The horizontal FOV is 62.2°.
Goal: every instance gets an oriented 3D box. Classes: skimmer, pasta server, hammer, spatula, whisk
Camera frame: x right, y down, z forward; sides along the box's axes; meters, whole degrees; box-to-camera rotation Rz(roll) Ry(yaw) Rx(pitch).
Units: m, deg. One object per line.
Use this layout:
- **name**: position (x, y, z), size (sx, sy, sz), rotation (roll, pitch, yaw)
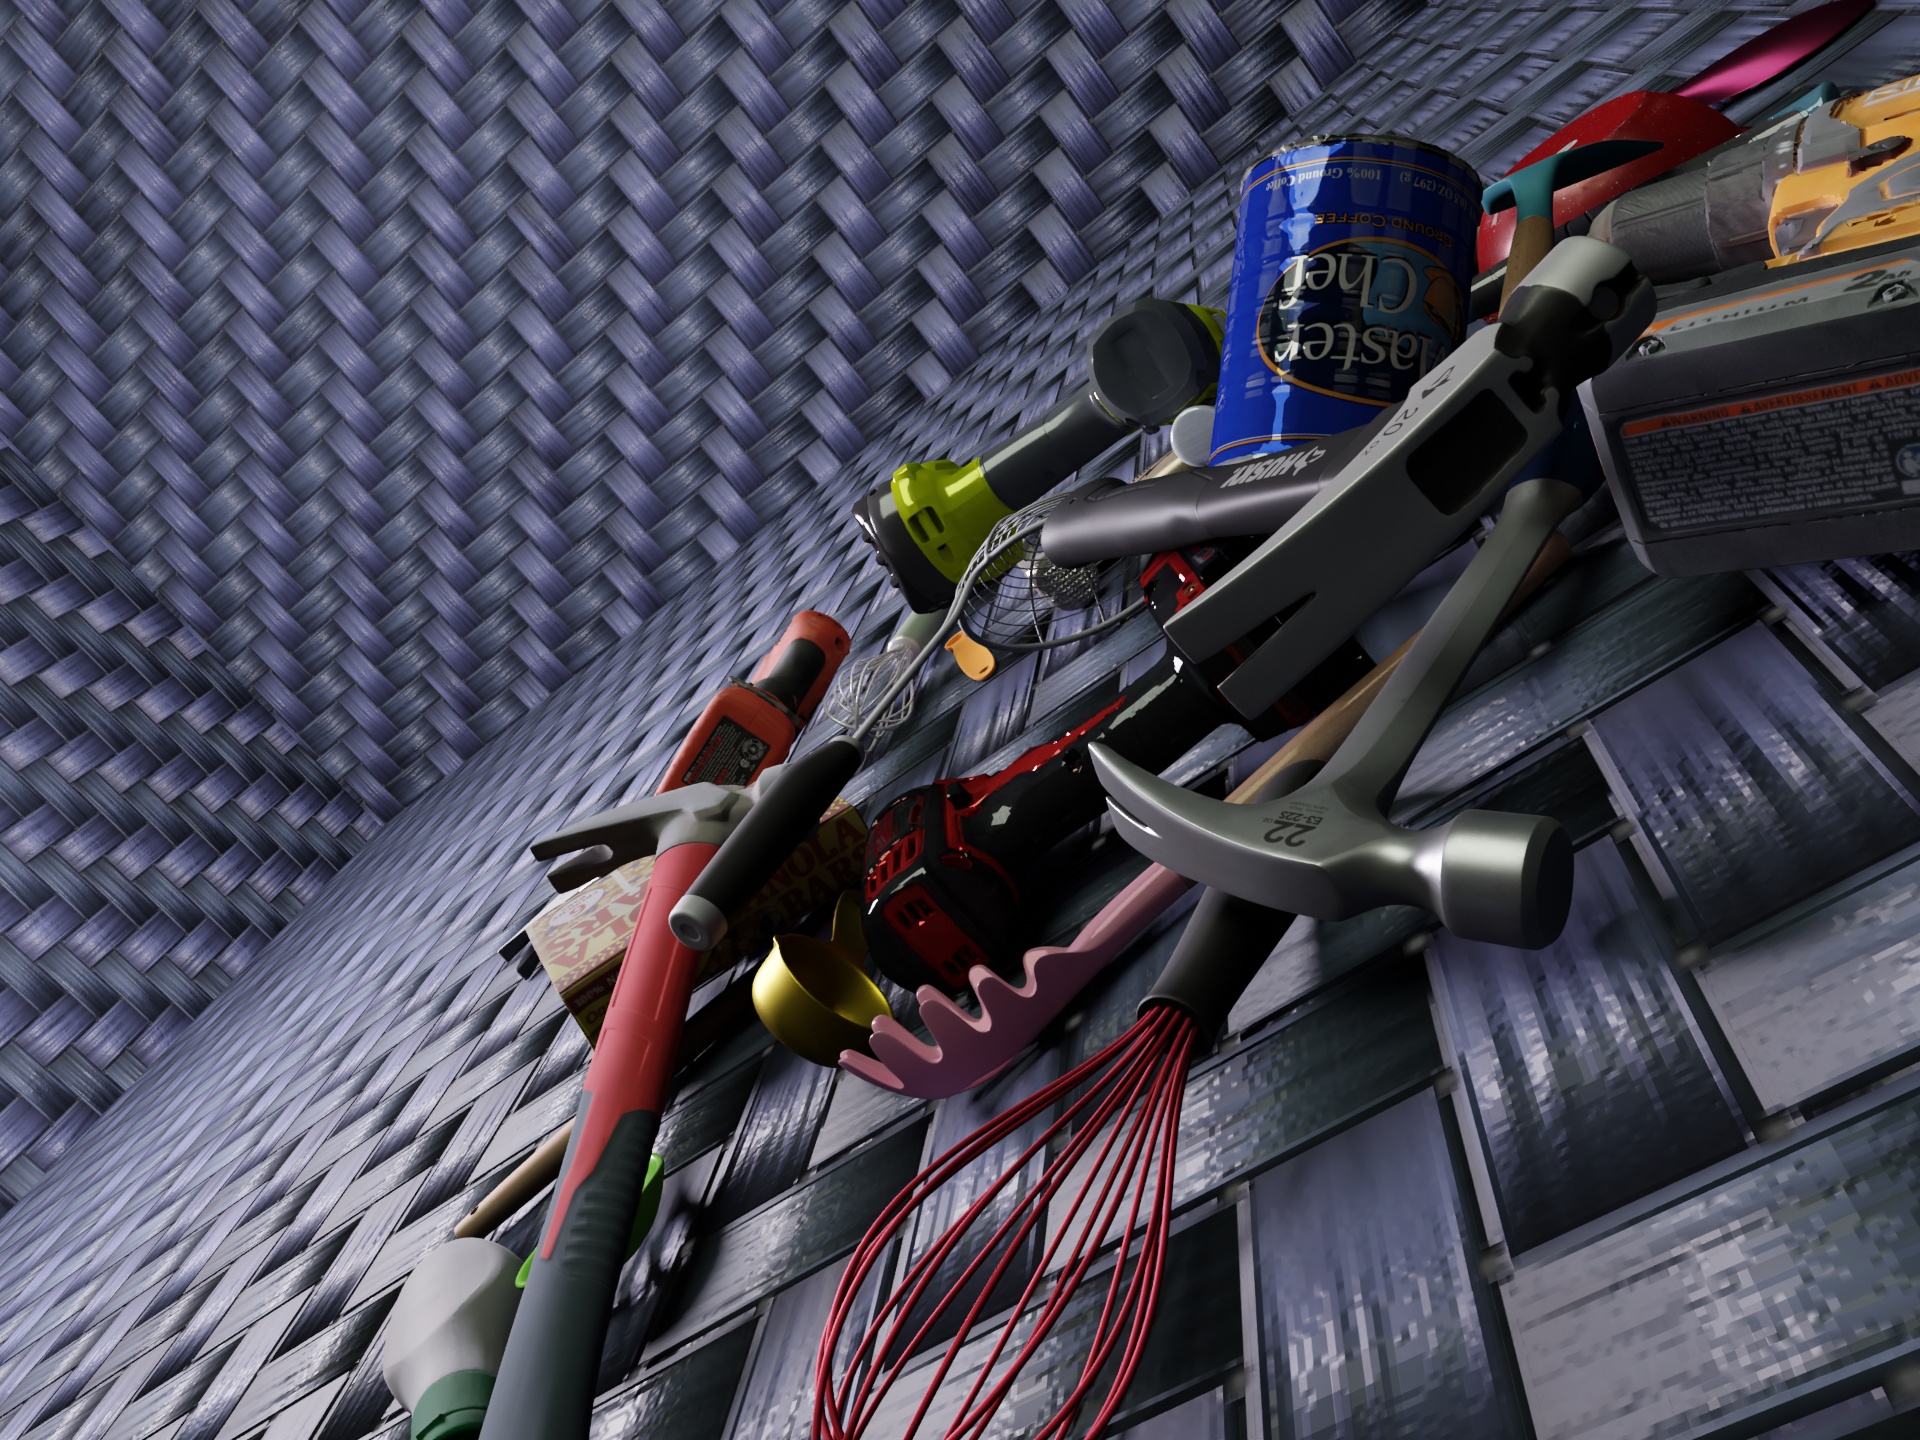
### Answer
- **skimmer**: position (-0.001, -0.002, 0.749), size (0.363, 0.090, 0.127), rotation (-52, -1, -44)
- **pasta server**: position (0.091, 0.031, 0.561), size (0.316, 0.040, 0.060), rotation (-40, -2, -5)
- **hammer**: position (-0.145, 0.154, 0.616), size (0.143, 0.038, 0.387), rotation (-16, 32, 13)
- **spatula**: position (0.235, -0.177, 0.640), size (0.082, 0.044, 0.318), rotation (-14, 32, 33)
- **spatula**: position (-0.120, 0.147, 0.778), size (0.316, 0.018, 0.060), rotation (-40, 17, -6)
- **whisk**: position (0.050, 0.096, 0.432), size (0.073, 0.073, 0.296), rotation (-25, 15, 44)
- **hammer**: position (-0.209, 0.122, 1.042), size (0.149, 0.036, 0.409), rotation (-47, 16, -20)
- **whisk**: position (-0.041, -0.044, 1.106), size (0.058, 0.059, 0.246), rotation (3, 24, 12)
- **hammer**: position (0.085, -0.071, 0.550), size (0.146, 0.035, 0.335), rotation (-46, 11, -7)
- **hammer**: position (0.206, -0.216, 1.014), size (0.410, 0.038, 0.146), rotation (-38, 13, 4)
- **hammer**: position (0.193, -0.072, 0.551), size (0.144, 0.035, 0.405), rotation (6, 39, 38)
- **hammer**: position (0.262, -0.211, 0.776), size (0.331, 0.033, 0.128), rotation (-25, 3, 22)

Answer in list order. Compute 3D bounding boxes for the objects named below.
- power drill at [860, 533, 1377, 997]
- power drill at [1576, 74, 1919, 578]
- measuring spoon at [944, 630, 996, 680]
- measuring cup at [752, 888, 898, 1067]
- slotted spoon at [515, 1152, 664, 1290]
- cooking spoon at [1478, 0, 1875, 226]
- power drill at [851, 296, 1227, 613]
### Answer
- **power drill**: position (0.050, 0.011, 0.652), size (0.219, 0.078, 0.143), rotation (-40, 13, 10)
- **power drill**: position (0.263, -0.135, 0.494), size (0.185, 0.084, 0.226), rotation (-4, 33, 45)
- **measuring spoon**: position (0.009, -0.040, 1.039), size (0.021, 0.011, 0.117), rotation (-40, 18, 1)
- **measuring cup**: position (-0.056, 0.106, 0.688), size (0.029, 0.062, 0.156), rotation (-53, 5, 9)
- **slotted spoon**: position (-0.159, 0.165, 0.741), size (0.070, 0.031, 0.314), rotation (-36, 19, 4)
- **cooking spoon**: position (0.367, -0.334, 0.926), size (0.319, 0.017, 0.069), rotation (-27, 22, 14)
- **power drill**: position (0.066, -0.159, 0.919), size (0.228, 0.080, 0.190), rotation (-33, -2, 25)
